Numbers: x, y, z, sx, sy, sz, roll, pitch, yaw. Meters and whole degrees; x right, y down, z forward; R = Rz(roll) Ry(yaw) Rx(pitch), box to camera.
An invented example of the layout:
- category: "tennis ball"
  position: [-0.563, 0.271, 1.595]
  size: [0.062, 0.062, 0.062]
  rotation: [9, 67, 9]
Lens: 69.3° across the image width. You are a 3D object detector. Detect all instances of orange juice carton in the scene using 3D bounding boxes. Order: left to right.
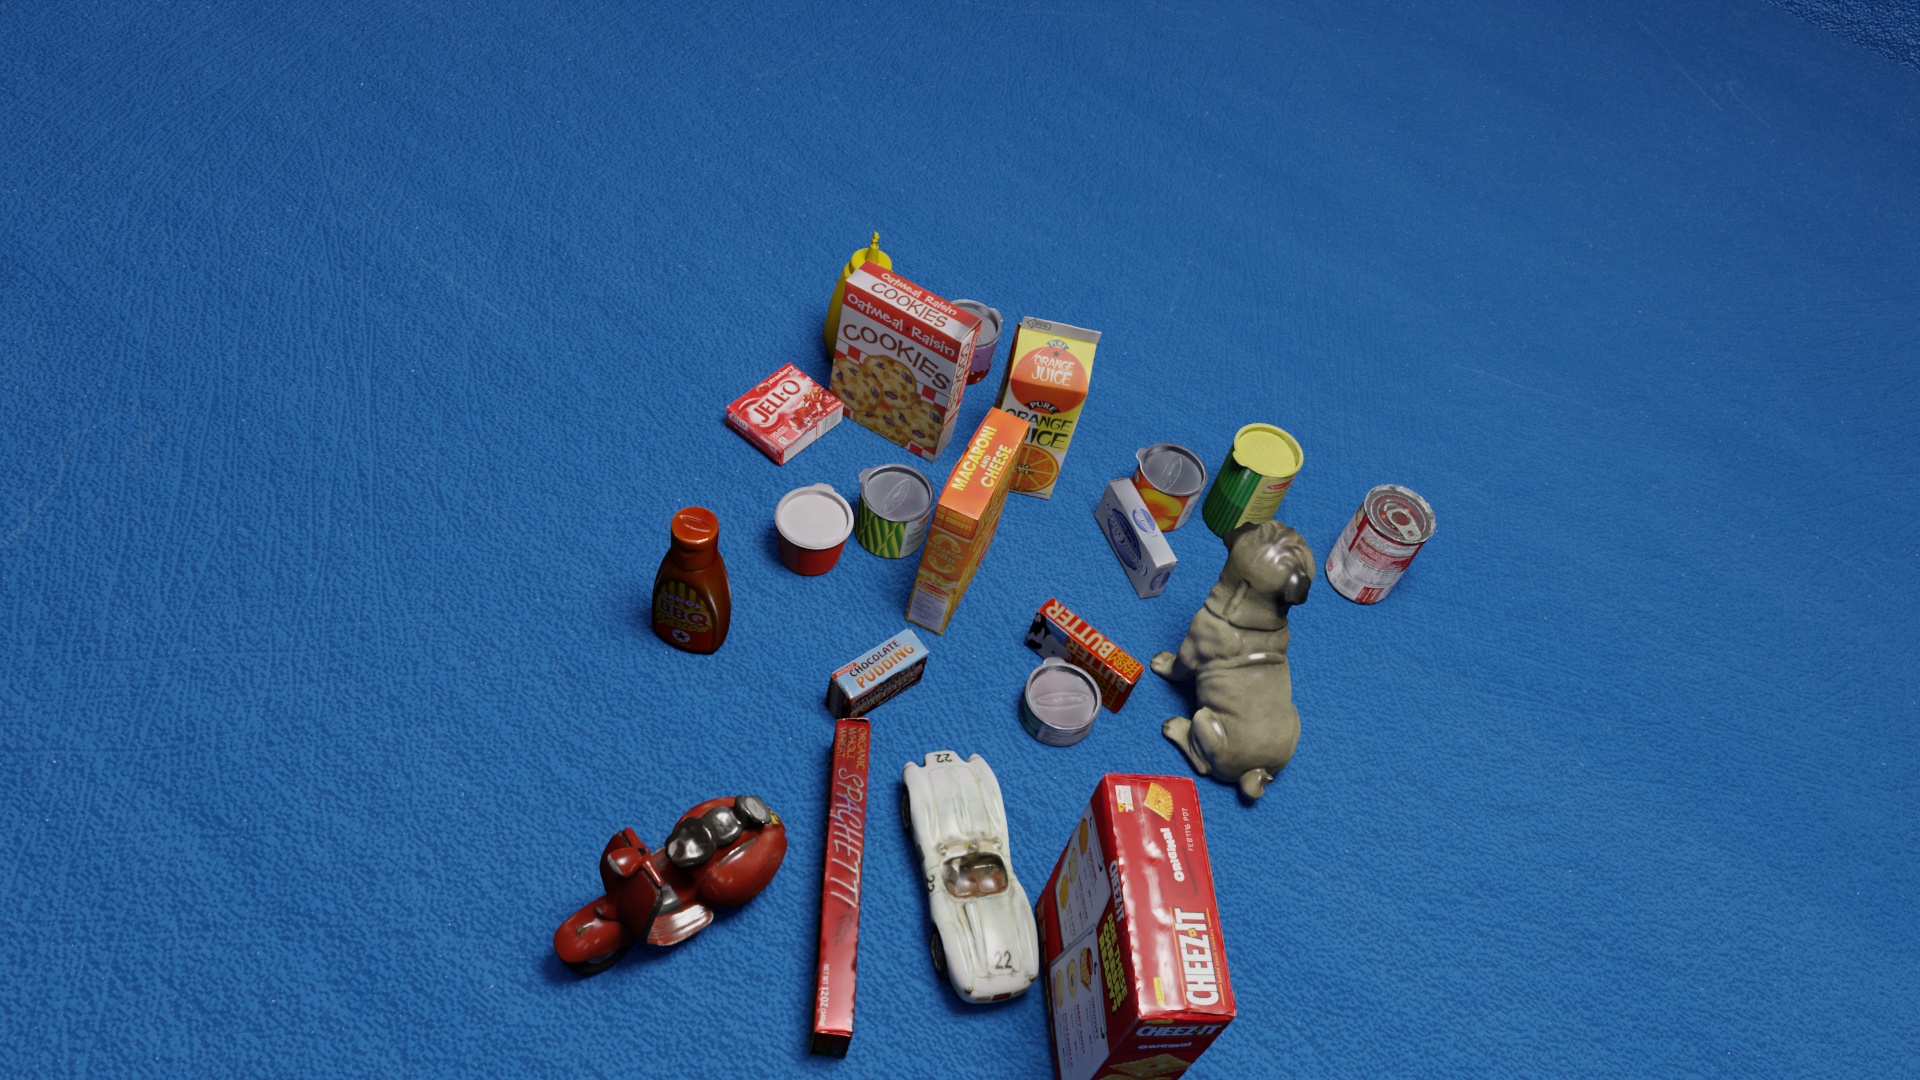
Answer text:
- category: "orange juice carton"
  position: [0.072, -0.130, 1.278]
  size: [0.072, 0.191, 0.073]
  rotation: [12, 51, -4]

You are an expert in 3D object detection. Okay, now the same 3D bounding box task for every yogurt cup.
- category: "yogurt cup"
  position: [-0.131, -0.006, 1.222]
  size: [0.072, 0.053, 0.073]
  rotation: [6, 51, -8]

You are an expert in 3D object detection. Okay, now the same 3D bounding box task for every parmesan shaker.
- category: "parmesan shaker"
  position: [0.273, -0.052, 1.320]
  size: [0.071, 0.102, 0.072]
  rotation: [6, 51, -8]

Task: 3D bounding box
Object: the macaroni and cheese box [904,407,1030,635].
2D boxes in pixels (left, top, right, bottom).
- category: "macaroni and cheese box"
  position: [0.004, -0.015, 1.188]
  size: [0.040, 0.165, 0.124]
  rotation: [24, 51, 6]

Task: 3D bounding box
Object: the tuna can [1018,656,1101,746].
- category: "tuna can"
  position: [0.083, 0.136, 1.172]
  size: [0.071, 0.032, 0.071]
  rotation: [6, 51, -8]

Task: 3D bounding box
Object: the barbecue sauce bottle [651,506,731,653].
- category: "barbecue sauce bottle"
  position: [-0.214, 0.032, 1.113]
  size: [0.065, 0.147, 0.044]
  rotation: [20, 51, 3]

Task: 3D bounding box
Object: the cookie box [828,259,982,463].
- category: "cookie box"
  position: [-0.055, -0.165, 1.292]
  size: [0.123, 0.166, 0.040]
  rotation: [29, 52, 10]

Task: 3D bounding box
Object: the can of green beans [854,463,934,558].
- category: "can of green beans"
  position: [-0.060, -0.026, 1.252]
  size: [0.071, 0.057, 0.071]
  rotation: [6, 51, -8]

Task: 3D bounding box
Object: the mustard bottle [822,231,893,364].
- category: "mustard bottle"
  position: [-0.093, -0.232, 1.341]
  size: [0.065, 0.159, 0.049]
  rotation: [-20, 59, -26]

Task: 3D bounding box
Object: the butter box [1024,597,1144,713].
- category: "butter box"
  position: [0.106, 0.099, 1.194]
  size: [0.103, 0.052, 0.024]
  rotation: [37, 54, 16]

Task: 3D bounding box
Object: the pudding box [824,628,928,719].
- category: "pudding box"
  position: [-0.069, 0.112, 1.146]
  size: [0.084, 0.049, 0.030]
  rotation: [-29, 63, -30]

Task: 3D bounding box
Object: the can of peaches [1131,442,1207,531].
- category: "can of peaches"
  position: [0.194, -0.052, 1.330]
  size: [0.071, 0.057, 0.071]
  rotation: [6, 51, -8]

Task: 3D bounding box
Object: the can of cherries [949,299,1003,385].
- category: "can of cherries"
  position: [0.006, -0.200, 1.404]
  size: [0.071, 0.058, 0.072]
  rotation: [6, 51, -8]

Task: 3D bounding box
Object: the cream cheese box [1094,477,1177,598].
- category: "cream cheese box"
  position: [0.162, -0.002, 1.287]
  size: [0.024, 0.053, 0.104]
  rotation: [-12, 56, -21]

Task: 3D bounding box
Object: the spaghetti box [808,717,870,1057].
- category: "spaghetti box"
  position: [-0.088, 0.250, 1.032]
  size: [0.029, 0.049, 0.251]
  rotation: [7, 51, -8]
